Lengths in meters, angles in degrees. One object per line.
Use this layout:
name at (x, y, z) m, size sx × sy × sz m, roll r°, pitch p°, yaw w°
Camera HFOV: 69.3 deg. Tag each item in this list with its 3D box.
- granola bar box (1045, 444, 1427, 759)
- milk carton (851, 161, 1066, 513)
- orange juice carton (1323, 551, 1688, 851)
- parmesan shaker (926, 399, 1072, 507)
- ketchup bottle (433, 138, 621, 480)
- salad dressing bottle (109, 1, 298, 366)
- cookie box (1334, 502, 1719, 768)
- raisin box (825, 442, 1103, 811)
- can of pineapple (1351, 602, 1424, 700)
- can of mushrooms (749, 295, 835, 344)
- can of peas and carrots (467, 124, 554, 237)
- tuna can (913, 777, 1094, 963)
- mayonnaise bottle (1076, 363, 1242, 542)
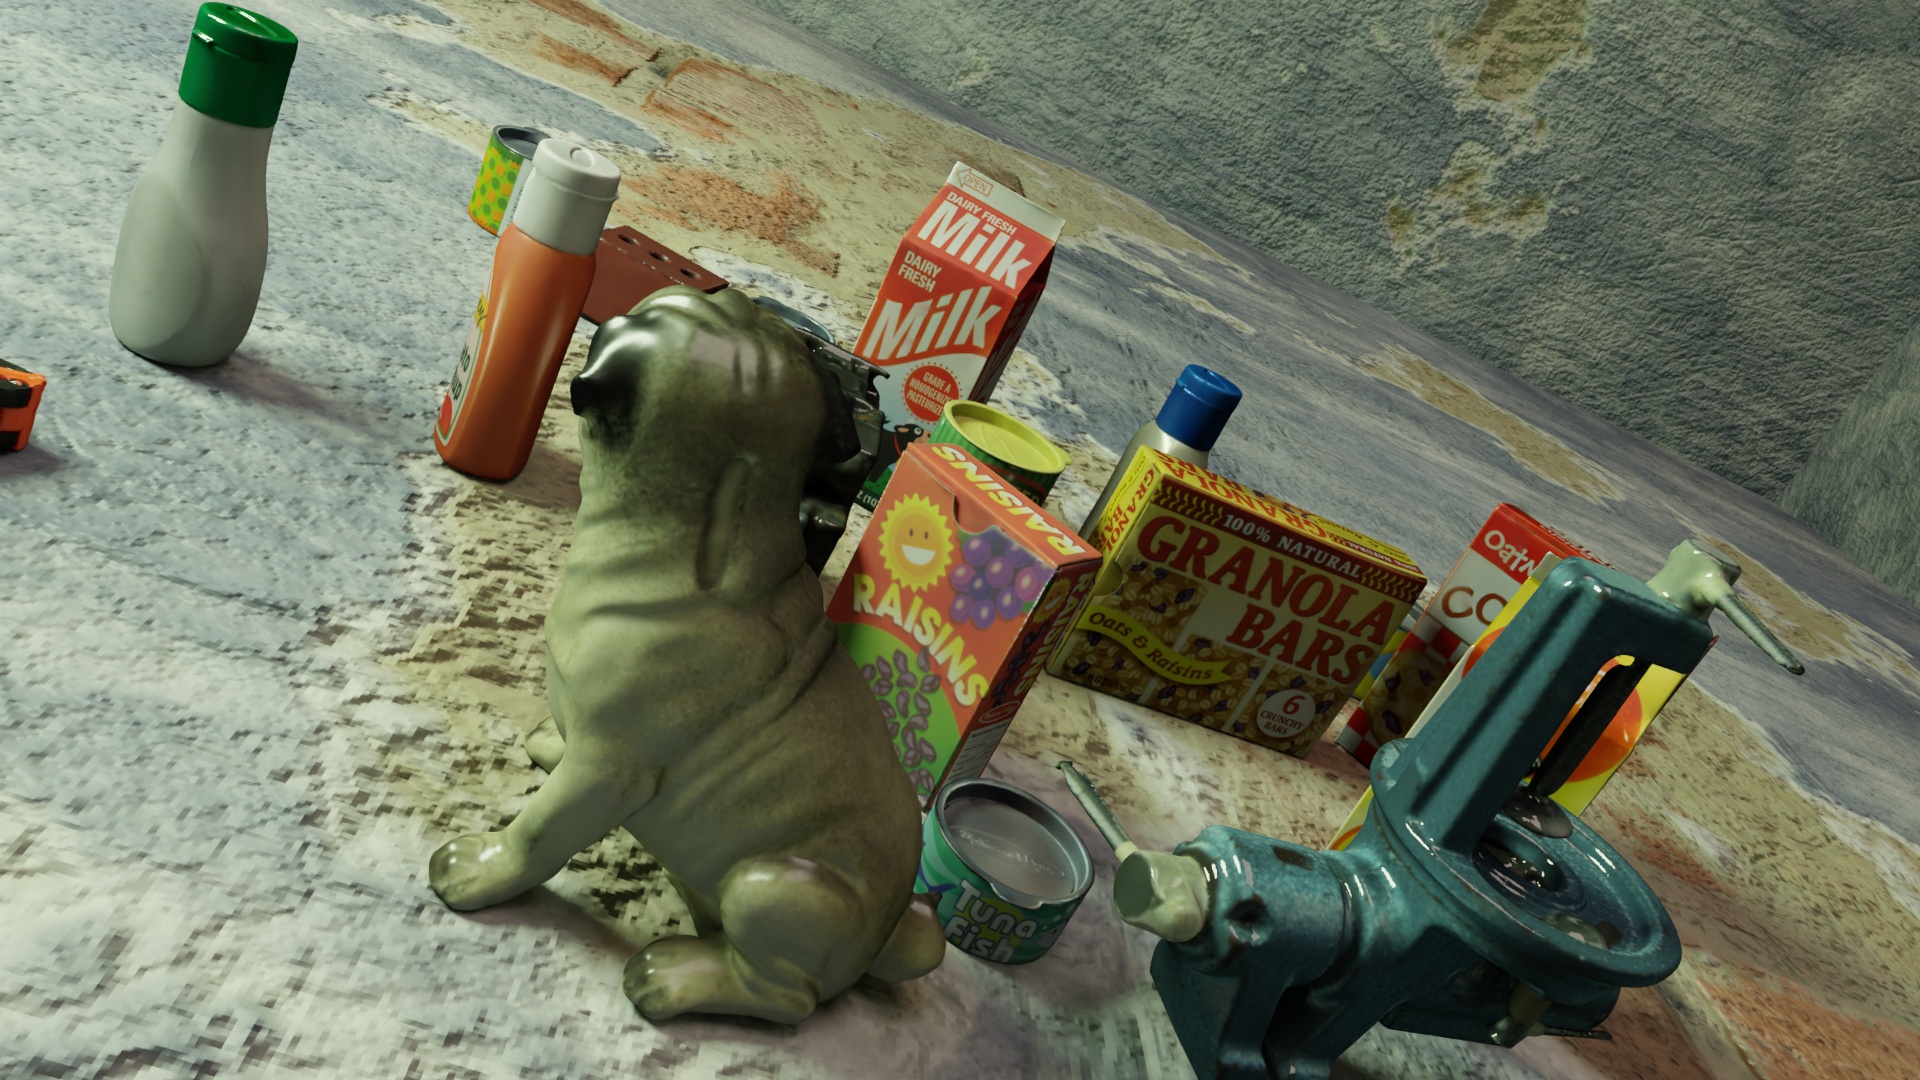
granola bar box at (0.141, 0.036, 0.728) m, size 0.165 × 0.123 × 0.039 m, roll 20°, pitch 23°, yaw -18°
milk carton at (-0.013, -0.111, 0.783) m, size 0.072 × 0.189 × 0.074 m, roll 30°, pitch 22°, yaw 6°
orange juice carton at (0.228, 0.101, 0.598) m, size 0.072 × 0.192 × 0.073 m, roll 37°, pitch 24°, yaw 23°
parmesan shaker at (0.002, -0.009, 0.696) m, size 0.071 × 0.102 × 0.071 m, roll 24°, pitch 23°, yaw -10°
ketchup bottle at (-0.192, -0.103, 0.620) m, size 0.043 × 0.148 × 0.065 m, roll 17°, pitch 24°, yaw -24°
salad dressing bottle at (-0.313, -0.146, 0.578) m, size 0.064 × 0.147 × 0.044 m, roll 35°, pitch 23°, yaw 17°
cookie box at (0.302, 0.082, 0.755) m, size 0.123 × 0.166 × 0.040 m, roll 41°, pitch 25°, yaw 29°
raisin box at (-0.009, 0.034, 0.566) m, size 0.086 × 0.123 × 0.040 m, roll 39°, pitch 25°, yaw 26°
can of pineapple at (0.262, 0.063, 0.892) m, size 0.071 × 0.057 × 0.071 m, roll 23°, pitch 23°, yaw -10°
can of mushrooms at (-0.119, -0.131, 0.912) m, size 0.071 × 0.033 × 0.071 m, roll 23°, pitch 23°, yaw -10°
can of peas and carrots at (-0.283, -0.232, 0.912) m, size 0.071 × 0.058 × 0.071 m, roll 23°, pitch 23°, yaw -10°
tuna can at (0.014, 0.124, 0.517) m, size 0.071 × 0.032 × 0.071 m, roll 23°, pitch 23°, yaw -10°
mayonnaise bottle at (0.112, -0.030, 0.806) m, size 0.041 × 0.147 × 0.065 m, roll 19°, pitch 24°, yaw -22°
